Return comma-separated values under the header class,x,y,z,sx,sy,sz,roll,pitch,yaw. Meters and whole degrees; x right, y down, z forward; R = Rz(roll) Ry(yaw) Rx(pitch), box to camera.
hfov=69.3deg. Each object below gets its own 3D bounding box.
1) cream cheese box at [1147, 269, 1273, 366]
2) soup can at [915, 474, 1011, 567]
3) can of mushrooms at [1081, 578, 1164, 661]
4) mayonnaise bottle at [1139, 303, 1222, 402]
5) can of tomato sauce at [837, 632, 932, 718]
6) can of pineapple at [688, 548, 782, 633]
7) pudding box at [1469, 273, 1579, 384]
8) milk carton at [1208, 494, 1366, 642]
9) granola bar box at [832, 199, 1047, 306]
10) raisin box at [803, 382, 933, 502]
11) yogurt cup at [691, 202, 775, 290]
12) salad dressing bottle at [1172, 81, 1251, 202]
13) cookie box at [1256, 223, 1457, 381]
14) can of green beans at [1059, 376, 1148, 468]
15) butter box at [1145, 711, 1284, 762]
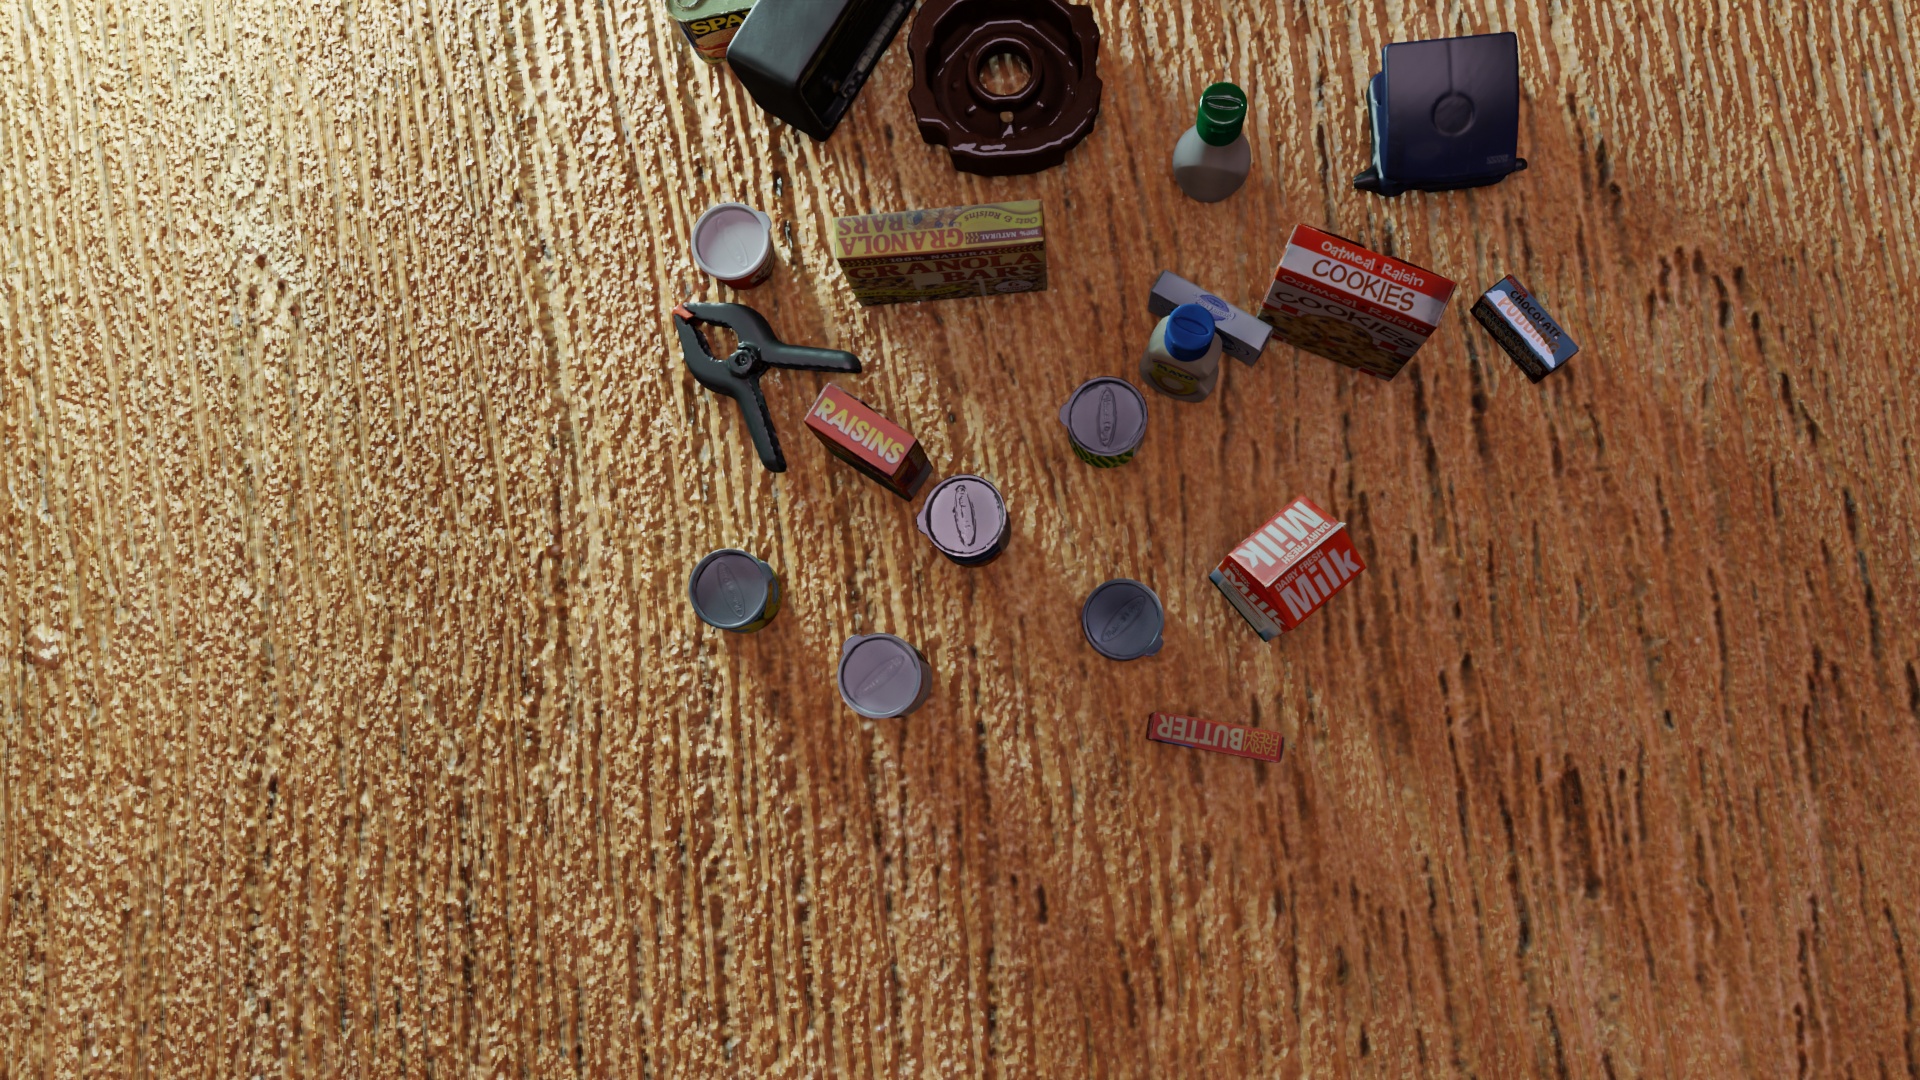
class,x,y,z,sx,sy,sz,roll,pitch,yaw
cream cheese box,0.206,-0.184,1.150,0.104,0.053,0.024,30,86,8
soup can,0.004,-0.014,1.127,0.071,0.083,0.071,-1,82,5
can of mushrooms,0.134,0.067,1.129,0.071,0.033,0.071,-1,82,5
mayonnaise bottle,0.176,-0.149,1.099,0.065,0.148,0.041,23,85,8
can of tomato sauce,-0.061,0.109,1.115,0.071,0.083,0.071,-1,82,5
can of pineapple,-0.183,0.043,1.148,0.071,0.058,0.071,-1,82,5
pudding box,0.458,-0.172,1.129,0.030,0.049,0.084,-38,81,-1
milk carton,0.245,0.022,1.047,0.072,0.190,0.073,-40,81,-1
granola bar box,-0.012,-0.233,1.140,0.165,0.124,0.039,-4,82,4
raisin box,-0.072,-0.077,1.123,0.086,0.123,0.040,33,86,8
yogurt cup,-0.192,-0.249,1.193,0.072,0.054,0.072,-1,82,5
salad dressing bottle,0.206,-0.320,1.122,0.064,0.147,0.044,9,83,6
cookie box,0.302,-0.183,1.084,0.123,0.167,0.040,23,85,8
can of green beans,0.120,-0.096,1.142,0.071,0.058,0.071,-1,82,5
butter box,0.201,0.155,1.101,0.103,0.053,0.024,9,83,6
